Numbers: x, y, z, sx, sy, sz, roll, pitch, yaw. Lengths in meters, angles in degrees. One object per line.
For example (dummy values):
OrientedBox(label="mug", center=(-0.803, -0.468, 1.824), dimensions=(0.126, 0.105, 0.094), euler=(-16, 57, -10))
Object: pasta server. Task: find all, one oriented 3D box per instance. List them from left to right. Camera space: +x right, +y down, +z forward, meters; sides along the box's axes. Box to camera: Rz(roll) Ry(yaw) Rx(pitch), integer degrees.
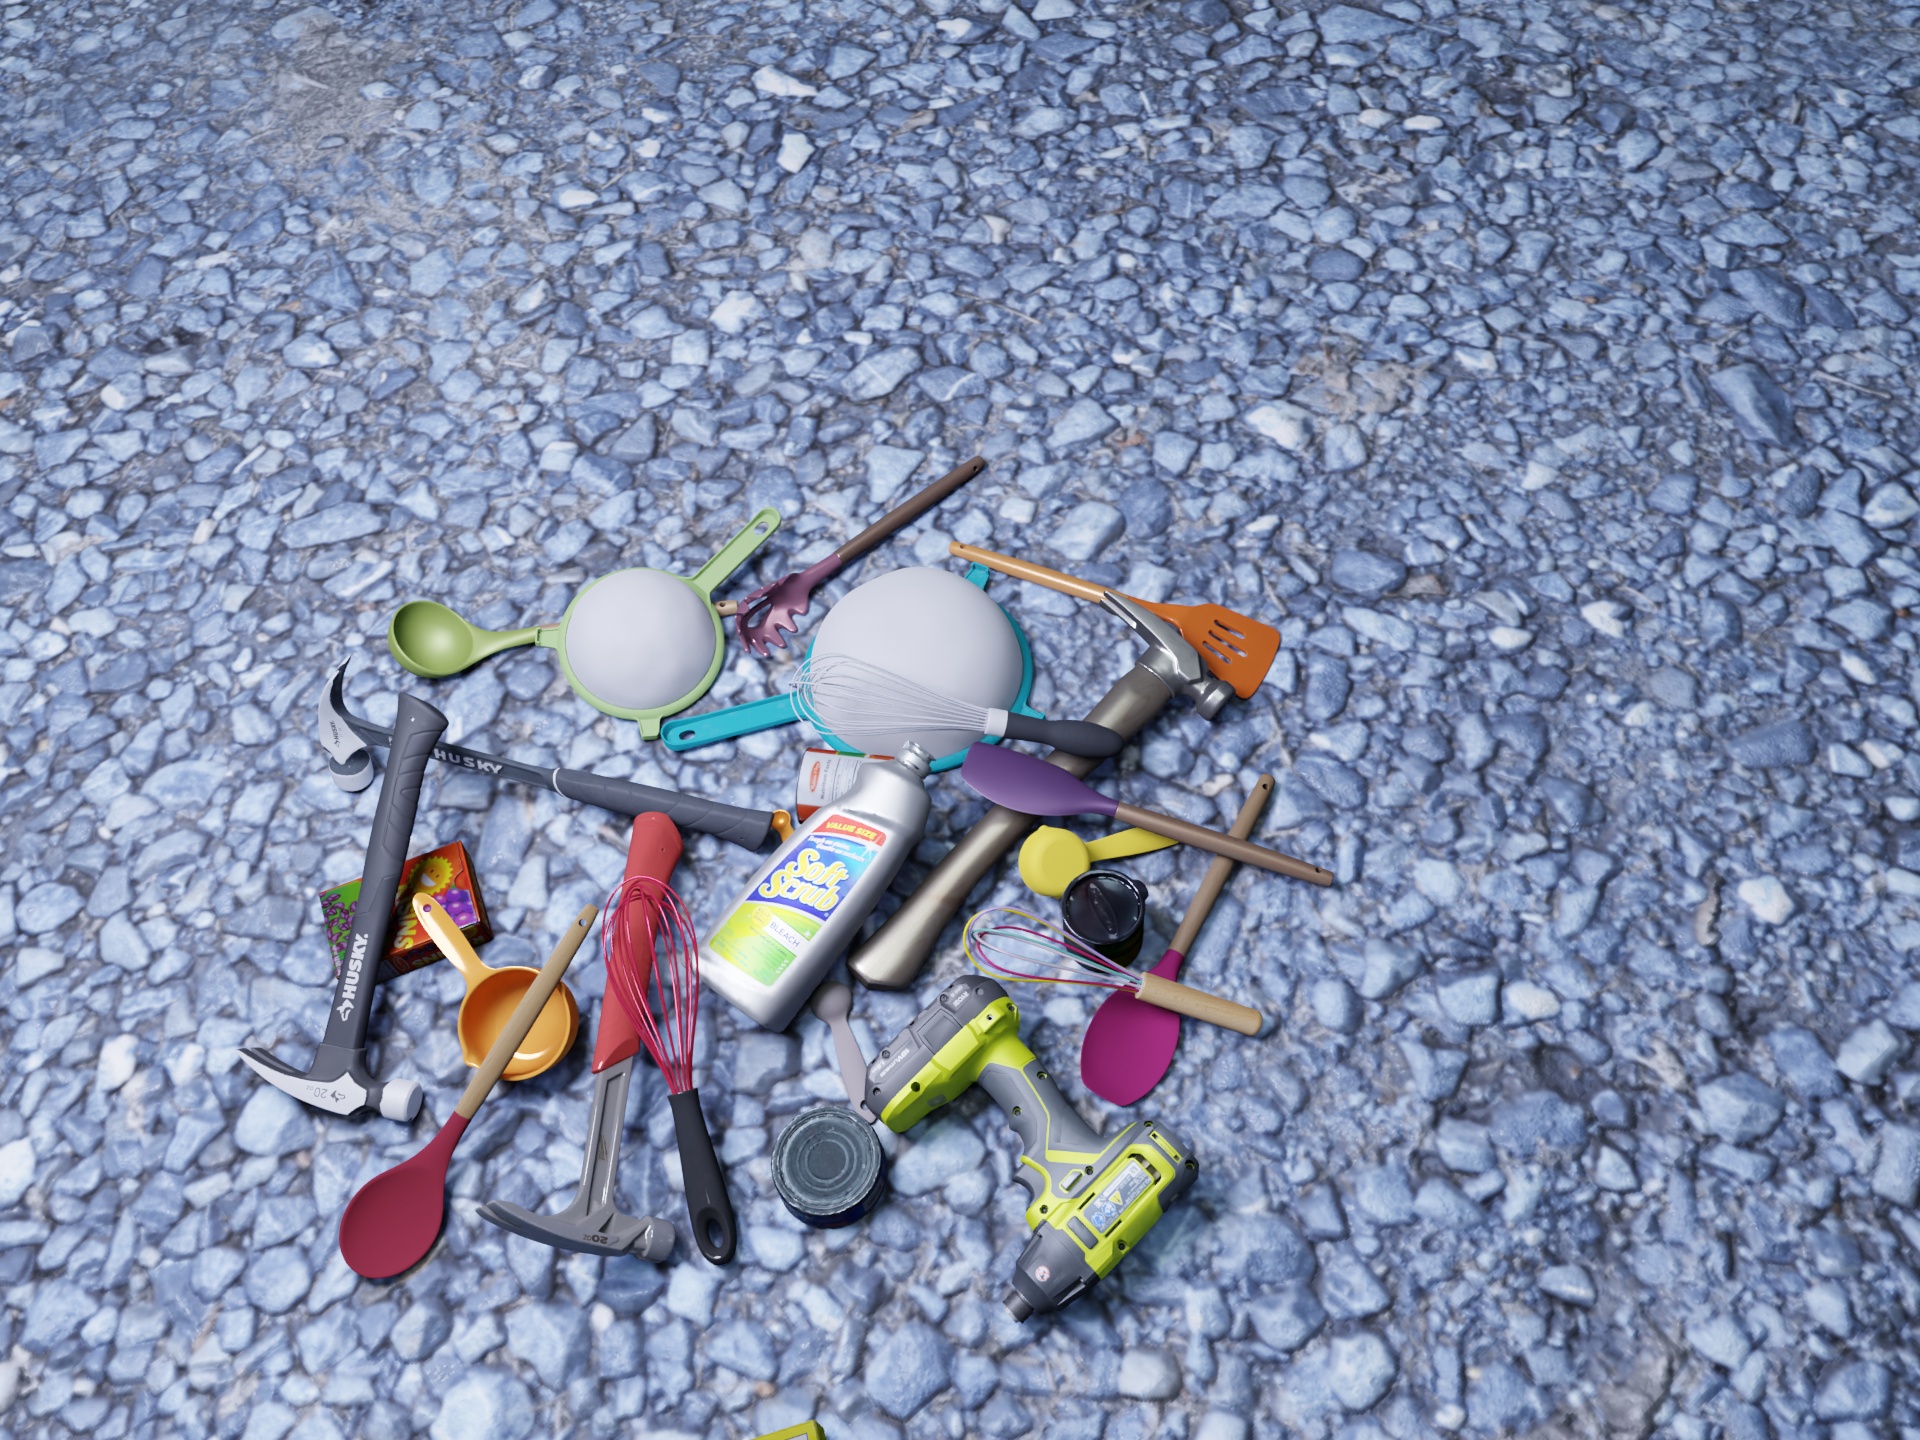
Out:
OrientedBox(label="pasta server", center=(-0.092, -0.166, 1.513), dimensions=(0.316, 0.060, 0.040), euler=(-37, 39, -21))

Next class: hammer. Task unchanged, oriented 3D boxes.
OrientedBox(label="hammer", center=(-0.474, 0.142, 1.277), dimensions=(0.146, 0.035, 0.335), euler=(9, 82, 7))
OrientedBox(label="hammer", center=(-0.357, 0.045, 1.362), dimensions=(0.409, 0.149, 0.036), euler=(13, 47, 5))
OrientedBox(label="hammer", center=(-0.271, 0.228, 1.235), dimensions=(0.036, 0.149, 0.359), euler=(-33, 43, 39))
OrientedBox(label="hammer", center=(0.050, 0.063, 1.341), dimensions=(0.146, 0.038, 0.411), euler=(43, 71, 10))

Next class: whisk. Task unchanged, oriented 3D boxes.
OrientedBox(label="whisk", center=(-0.213, 0.260, 1.198), dimensions=(0.073, 0.073, 0.296), euler=(-14, 80, -4))
OrientedBox(label="whisk", center=(-0.002, -0.004, 1.318), dimensions=(0.284, 0.070, 0.070), euler=(11, 58, -6))
OrientedBox(label="whisk", center=(0.117, 0.201, 1.228), dimensions=(0.245, 0.051, 0.047), euler=(19, 52, -6))

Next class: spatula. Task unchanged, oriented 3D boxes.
OrientedBox(label="spatula", center=(0.133, -0.109, 1.468), dimensions=(0.323, 0.041, 0.081), euler=(20, 62, 21))
OrientedBox(label="spatula", center=(0.152, 0.083, 1.307), dimensions=(0.316, 0.018, 0.060), euler=(18, 50, 4))

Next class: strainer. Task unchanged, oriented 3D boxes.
OrientedBox(label="strainer", center=(-0.255, -0.117, 1.451), dimensions=(0.151, 0.069, 0.256), euler=(41, 72, 7))
OrientedBox(label="strainer", center=(-0.104, -0.047, 1.404), dimensions=(0.340, 0.095, 0.211), euler=(-15, 58, -6))

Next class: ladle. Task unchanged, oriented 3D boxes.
OrientedBox(label="ladle", center=(-0.366, 0.277, 1.212), dimensions=(0.069, 0.031, 0.315), euler=(32, 82, -3))
OrientedBox(label="ladle", center=(-0.368, -0.091, 1.480), dimensions=(0.320, 0.062, 0.078), euler=(-8, 62, -3))

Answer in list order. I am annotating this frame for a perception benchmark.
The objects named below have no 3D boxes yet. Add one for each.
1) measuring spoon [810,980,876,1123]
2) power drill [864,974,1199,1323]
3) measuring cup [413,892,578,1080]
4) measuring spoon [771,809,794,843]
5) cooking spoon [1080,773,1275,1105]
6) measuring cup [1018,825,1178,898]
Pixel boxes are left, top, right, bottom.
OrientedBox(label="measuring spoon", center=(-0.089, 0.259, 1.254), dimensions=(0.034, 0.018, 0.124), euler=(-19, 59, -7))
OrientedBox(label="power drill", center=(0.039, 0.313, 1.175), dimensions=(0.171, 0.080, 0.223), euler=(-43, 66, -12))
OrientedBox(label="measuring cup", center=(-0.373, 0.206, 1.263), dimensions=(0.095, 0.052, 0.174), euler=(-39, 82, -6))
OrientedBox(label="measuring spoon", center=(-0.132, 0.124, 1.350), dimensions=(0.021, 0.011, 0.117), euler=(-27, 63, -12))
OrientedBox(label="cooking spoon", center=(0.186, 0.169, 1.287), dimensions=(0.069, 0.017, 0.319), euler=(29, 64, 8))
OrientedBox(label="measuring cup", center=(0.125, 0.106, 1.310), dimensions=(0.156, 0.029, 0.062), euler=(-12, 91, -16))
